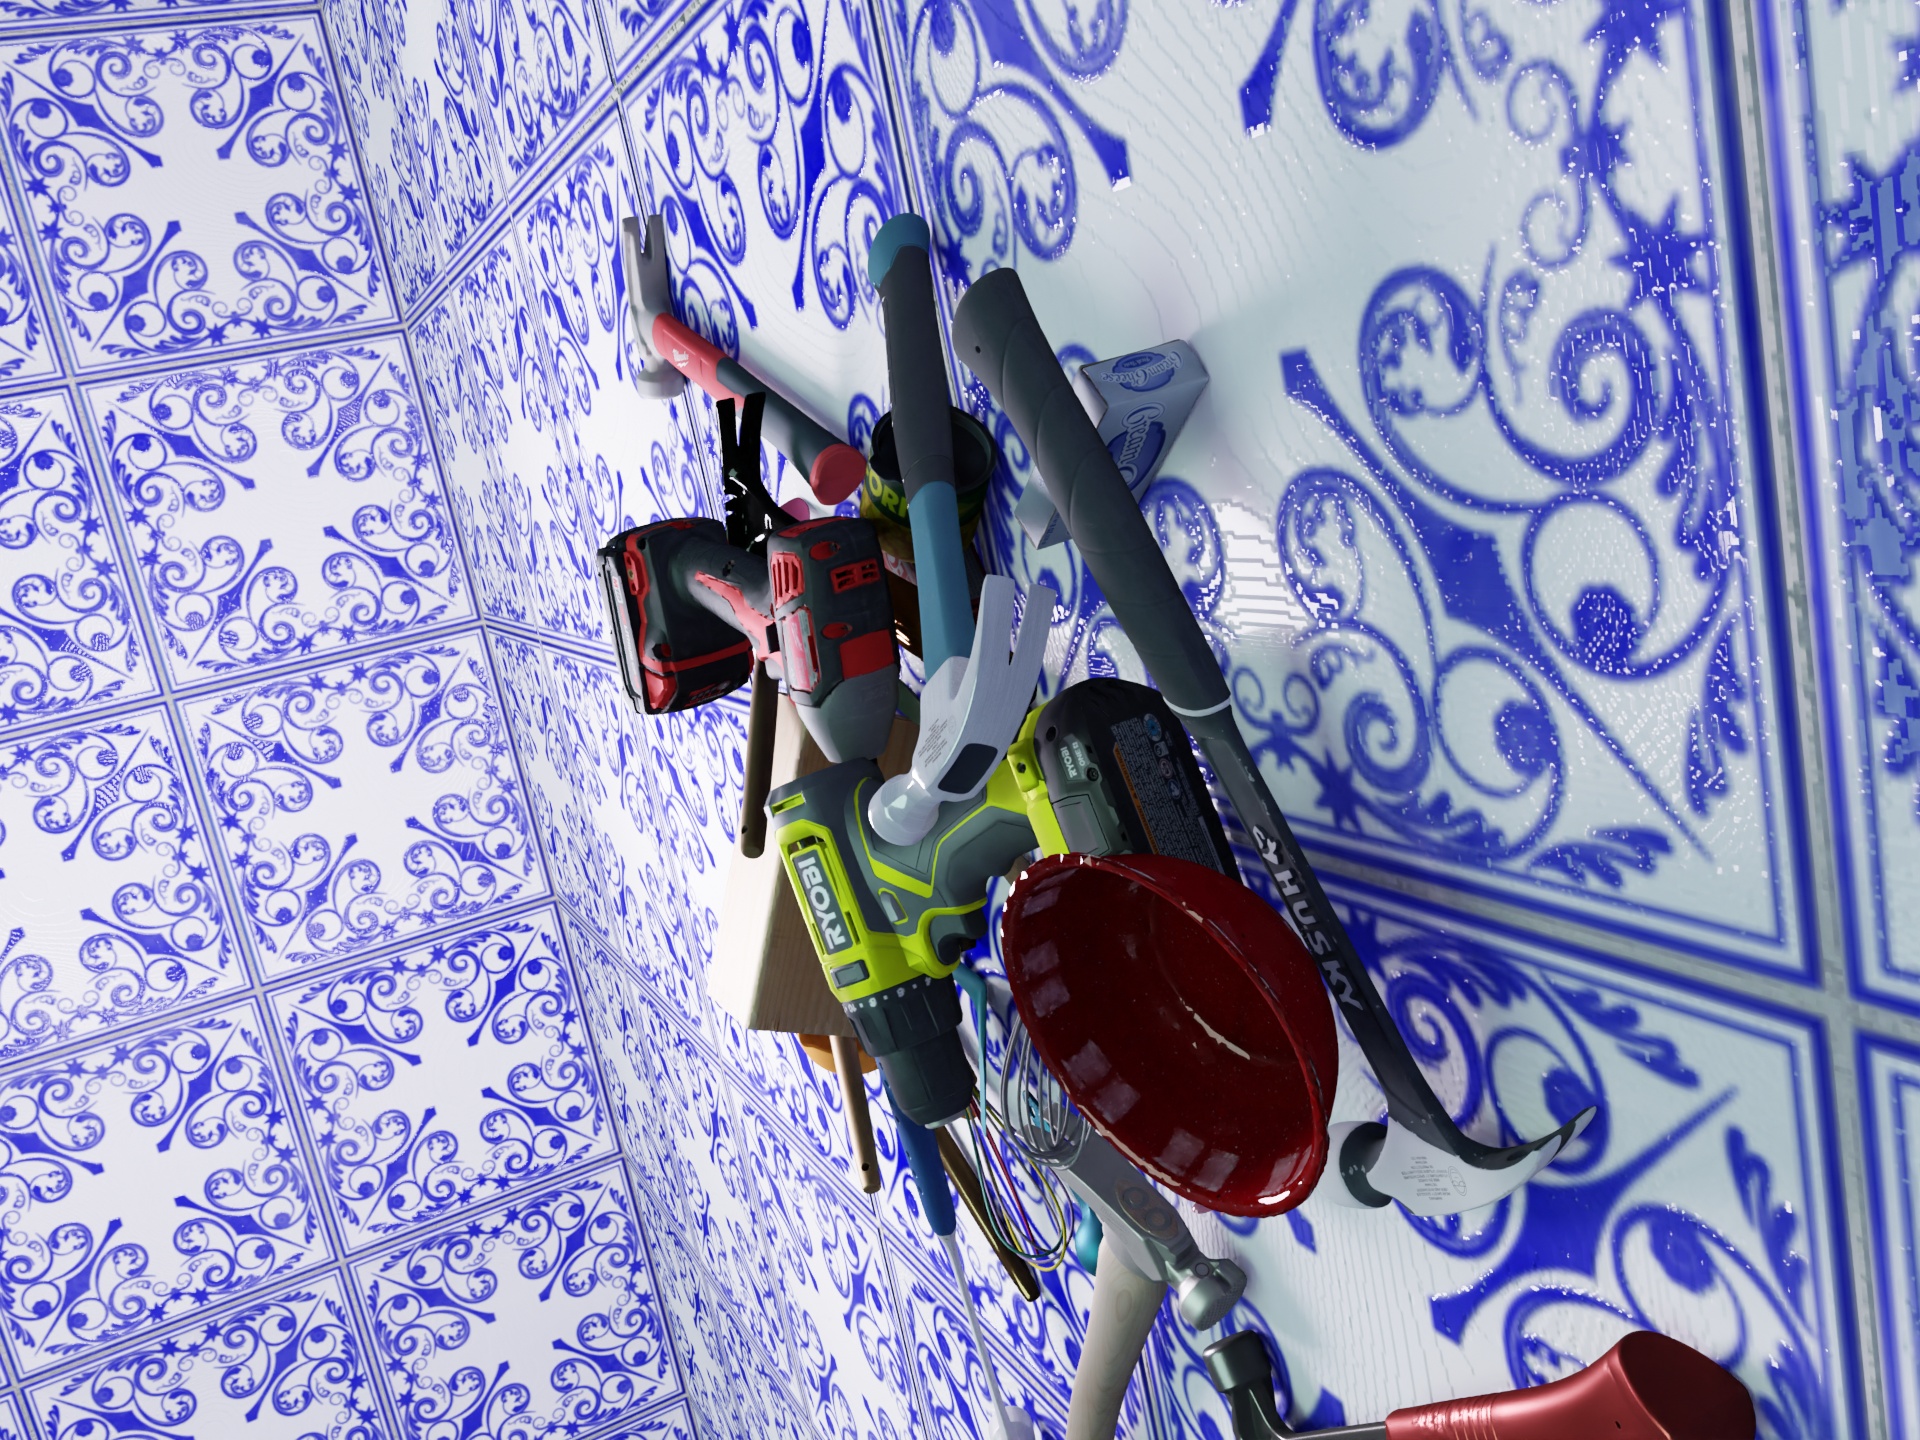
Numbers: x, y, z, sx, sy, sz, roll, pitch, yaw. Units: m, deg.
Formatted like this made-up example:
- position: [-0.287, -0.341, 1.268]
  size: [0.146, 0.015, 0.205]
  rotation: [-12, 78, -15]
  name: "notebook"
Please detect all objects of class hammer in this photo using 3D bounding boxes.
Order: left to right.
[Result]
- position: [-0.163, -0.252, 1.129]
  size: [0.387, 0.038, 0.143]
  rotation: [43, 141, 51]
  name: "hammer"
- position: [-0.059, -0.088, 0.917]
  size: [0.337, 0.034, 0.127]
  rotation: [38, 137, 49]
  name: "hammer"
- position: [-0.016, -0.114, 0.754]
  size: [0.128, 0.033, 0.331]
  rotation: [-47, 40, 46]
  name: "hammer"
- position: [-0.006, 0.364, 1.104]
  size: [0.144, 0.035, 0.405]
  rotation: [-127, 21, -81]
  name: "hammer"
- position: [0.082, 0.401, 0.985]
  size: [0.146, 0.038, 0.410]
  rotation: [39, 143, 33]
  name: "hammer"
- position: [0.103, 0.008, 0.622]
  size: [0.409, 0.036, 0.149]
  rotation: [62, 154, 2]
  name: "hammer"
- position: [0.207, 0.316, 0.671]
  size: [0.149, 0.036, 0.359]
  rotation: [65, 156, 19]
  name: "hammer"

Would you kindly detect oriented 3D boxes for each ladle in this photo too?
- position: [-0.096, 0.191, 1.147]
  size: [0.062, 0.078, 0.321]
  rotation: [63, -173, -46]
  name: "ladle"
- position: [-0.025, 0.302, 1.202]
  size: [0.316, 0.031, 0.069]
  rotation: [53, 165, 36]
  name: "ladle"

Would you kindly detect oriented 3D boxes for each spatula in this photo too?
- position: [-0.037, 0.144, 1.101]
  size: [0.318, 0.044, 0.082]
  rotation: [50, 152, 45]
  name: "spatula"

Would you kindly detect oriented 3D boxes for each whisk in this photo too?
- position: [0.009, 0.269, 1.085]
  size: [0.047, 0.051, 0.245]
  rotation: [88, 157, -44]
  name: "whisk"
- position: [0.050, 0.115, 0.829]
  size: [0.055, 0.055, 0.239]
  rotation: [-178, 91, -66]
  name: "whisk"

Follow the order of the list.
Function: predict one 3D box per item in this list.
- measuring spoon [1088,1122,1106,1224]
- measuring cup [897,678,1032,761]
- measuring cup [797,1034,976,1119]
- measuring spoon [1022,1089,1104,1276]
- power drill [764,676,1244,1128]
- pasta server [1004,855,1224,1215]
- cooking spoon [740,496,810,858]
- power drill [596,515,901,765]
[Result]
- position: [0.085, 0.236, 0.929]
  size: [0.034, 0.018, 0.124]
  rotation: [-3, 95, 62]
  name: "measuring spoon"
- position: [-0.001, -0.003, 0.931]
  size: [0.168, 0.038, 0.083]
  rotation: [39, 140, 56]
  name: "measuring cup"
- position: [-0.051, 0.246, 1.180]
  size: [0.174, 0.095, 0.052]
  rotation: [37, 153, 25]
  name: "measuring cup"
- position: [0.063, 0.292, 0.998]
  size: [0.129, 0.021, 0.042]
  rotation: [60, 154, 24]
  name: "measuring spoon"
- position: [0.016, 0.091, 0.772]
  size: [0.228, 0.080, 0.190]
  rotation: [-24, 85, 38]
  name: "power drill"
- position: [0.071, 0.138, 0.860]
  size: [0.317, 0.040, 0.060]
  rotation: [49, 135, 47]
  name: "pasta server"
- position: [-0.125, -0.037, 1.027]
  size: [0.017, 0.069, 0.319]
  rotation: [42, -149, -35]
  name: "cooking spoon"
- position: [-0.115, -0.046, 0.908]
  size: [0.220, 0.078, 0.143]
  rotation: [11, 116, 49]
  name: "power drill"
